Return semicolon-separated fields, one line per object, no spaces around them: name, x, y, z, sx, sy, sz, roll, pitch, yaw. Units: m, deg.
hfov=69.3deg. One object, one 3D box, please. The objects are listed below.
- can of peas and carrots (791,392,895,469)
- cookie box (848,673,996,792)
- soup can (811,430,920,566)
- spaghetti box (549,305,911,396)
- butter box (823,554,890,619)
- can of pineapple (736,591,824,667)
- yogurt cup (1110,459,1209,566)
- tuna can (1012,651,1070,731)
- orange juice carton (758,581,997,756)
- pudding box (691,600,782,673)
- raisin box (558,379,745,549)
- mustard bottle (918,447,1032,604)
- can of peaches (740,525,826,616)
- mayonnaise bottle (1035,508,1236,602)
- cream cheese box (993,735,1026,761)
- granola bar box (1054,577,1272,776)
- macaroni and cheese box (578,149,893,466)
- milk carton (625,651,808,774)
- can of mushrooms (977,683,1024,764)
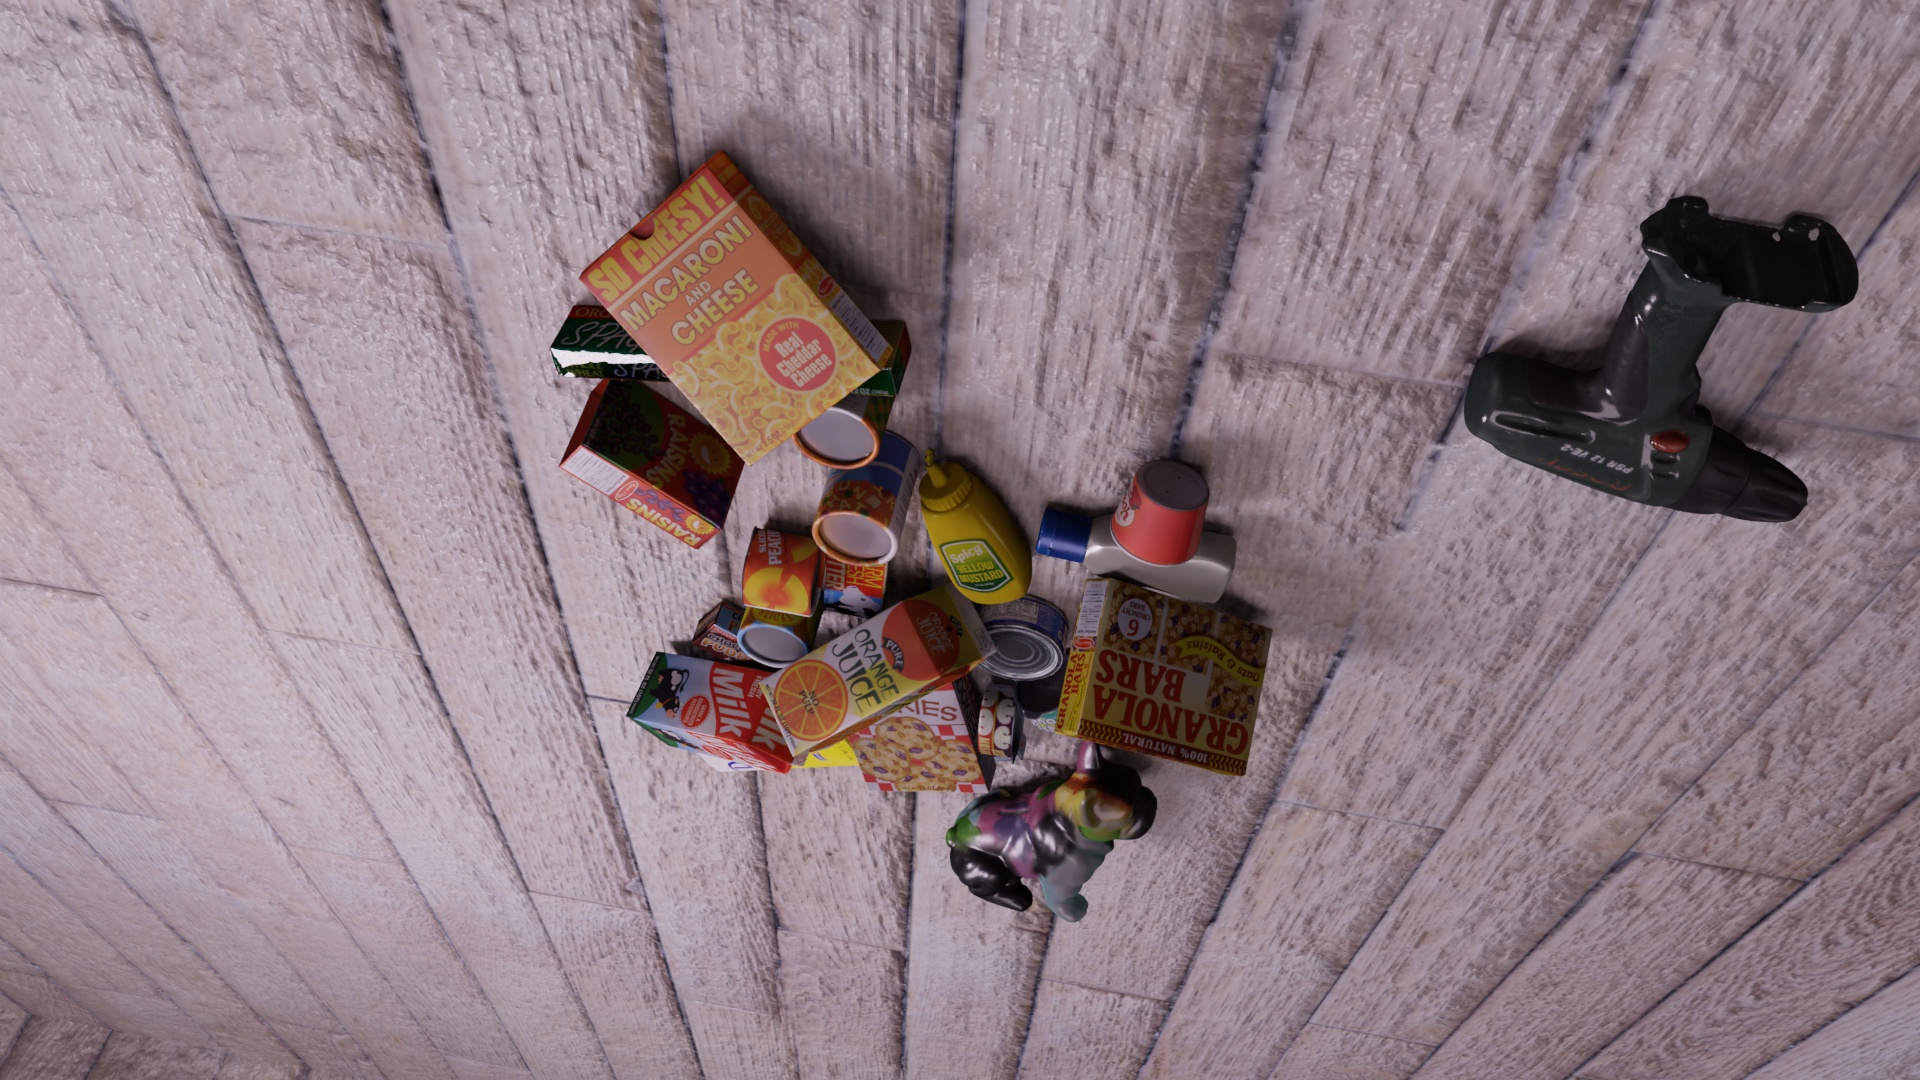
can of peas and carrots;-0.083;-0.091;0.992;0.071;0.059;0.070;8;141;6
cookie box;-0.046;0.165;1.288;0.123;0.040;0.166;-2;128;18
soup can;-0.073;-0.033;1.041;0.071;0.084;0.071;8;141;6
spaghetti box;-0.162;-0.133;0.968;0.250;0.050;0.028;4;139;10
butter box;-0.086;0.026;1.165;0.053;0.024;0.103;11;142;1
can of pineapple;-0.156;0.069;1.209;0.071;0.058;0.070;7;141;6
yogurt cup;0.148;-0.022;1.013;0.072;0.073;0.053;13;134;-1
tuna can;0.081;0.134;1.217;0.071;0.071;0.032;-11;137;26
orange juice carton;-0.066;0.107;1.176;0.192;0.072;0.073;-30;168;14
pudding box;-0.197;0.092;1.272;0.083;0.030;0.049;31;138;-23
raisin box;-0.228;-0.061;1.045;0.123;0.086;0.040;34;132;-25
mustard bottle;0.004;-0.013;1.072;0.065;0.049;0.159;-10;137;23
can of peaches;-0.145;0.025;1.146;0.058;0.071;0.071;10;142;3
mayonnaise bottle;0.134;0.008;1.072;0.148;0.041;0.064;13;148;1
cream cheese box;0.007;0.193;1.347;0.104;0.024;0.053;-6;136;21
granola bar box;0.161;0.109;1.095;0.165;0.124;0.039;18;169;-26
macaroni and cheese box;-0.145;-0.147;0.899;0.123;0.040;0.166;-33;108;26
milk carton;-0.207;0.161;1.282;0.190;0.072;0.073;6;152;31
can of mushrooms;0.038;0.167;1.269;0.033;0.071;0.070;6;141;10
